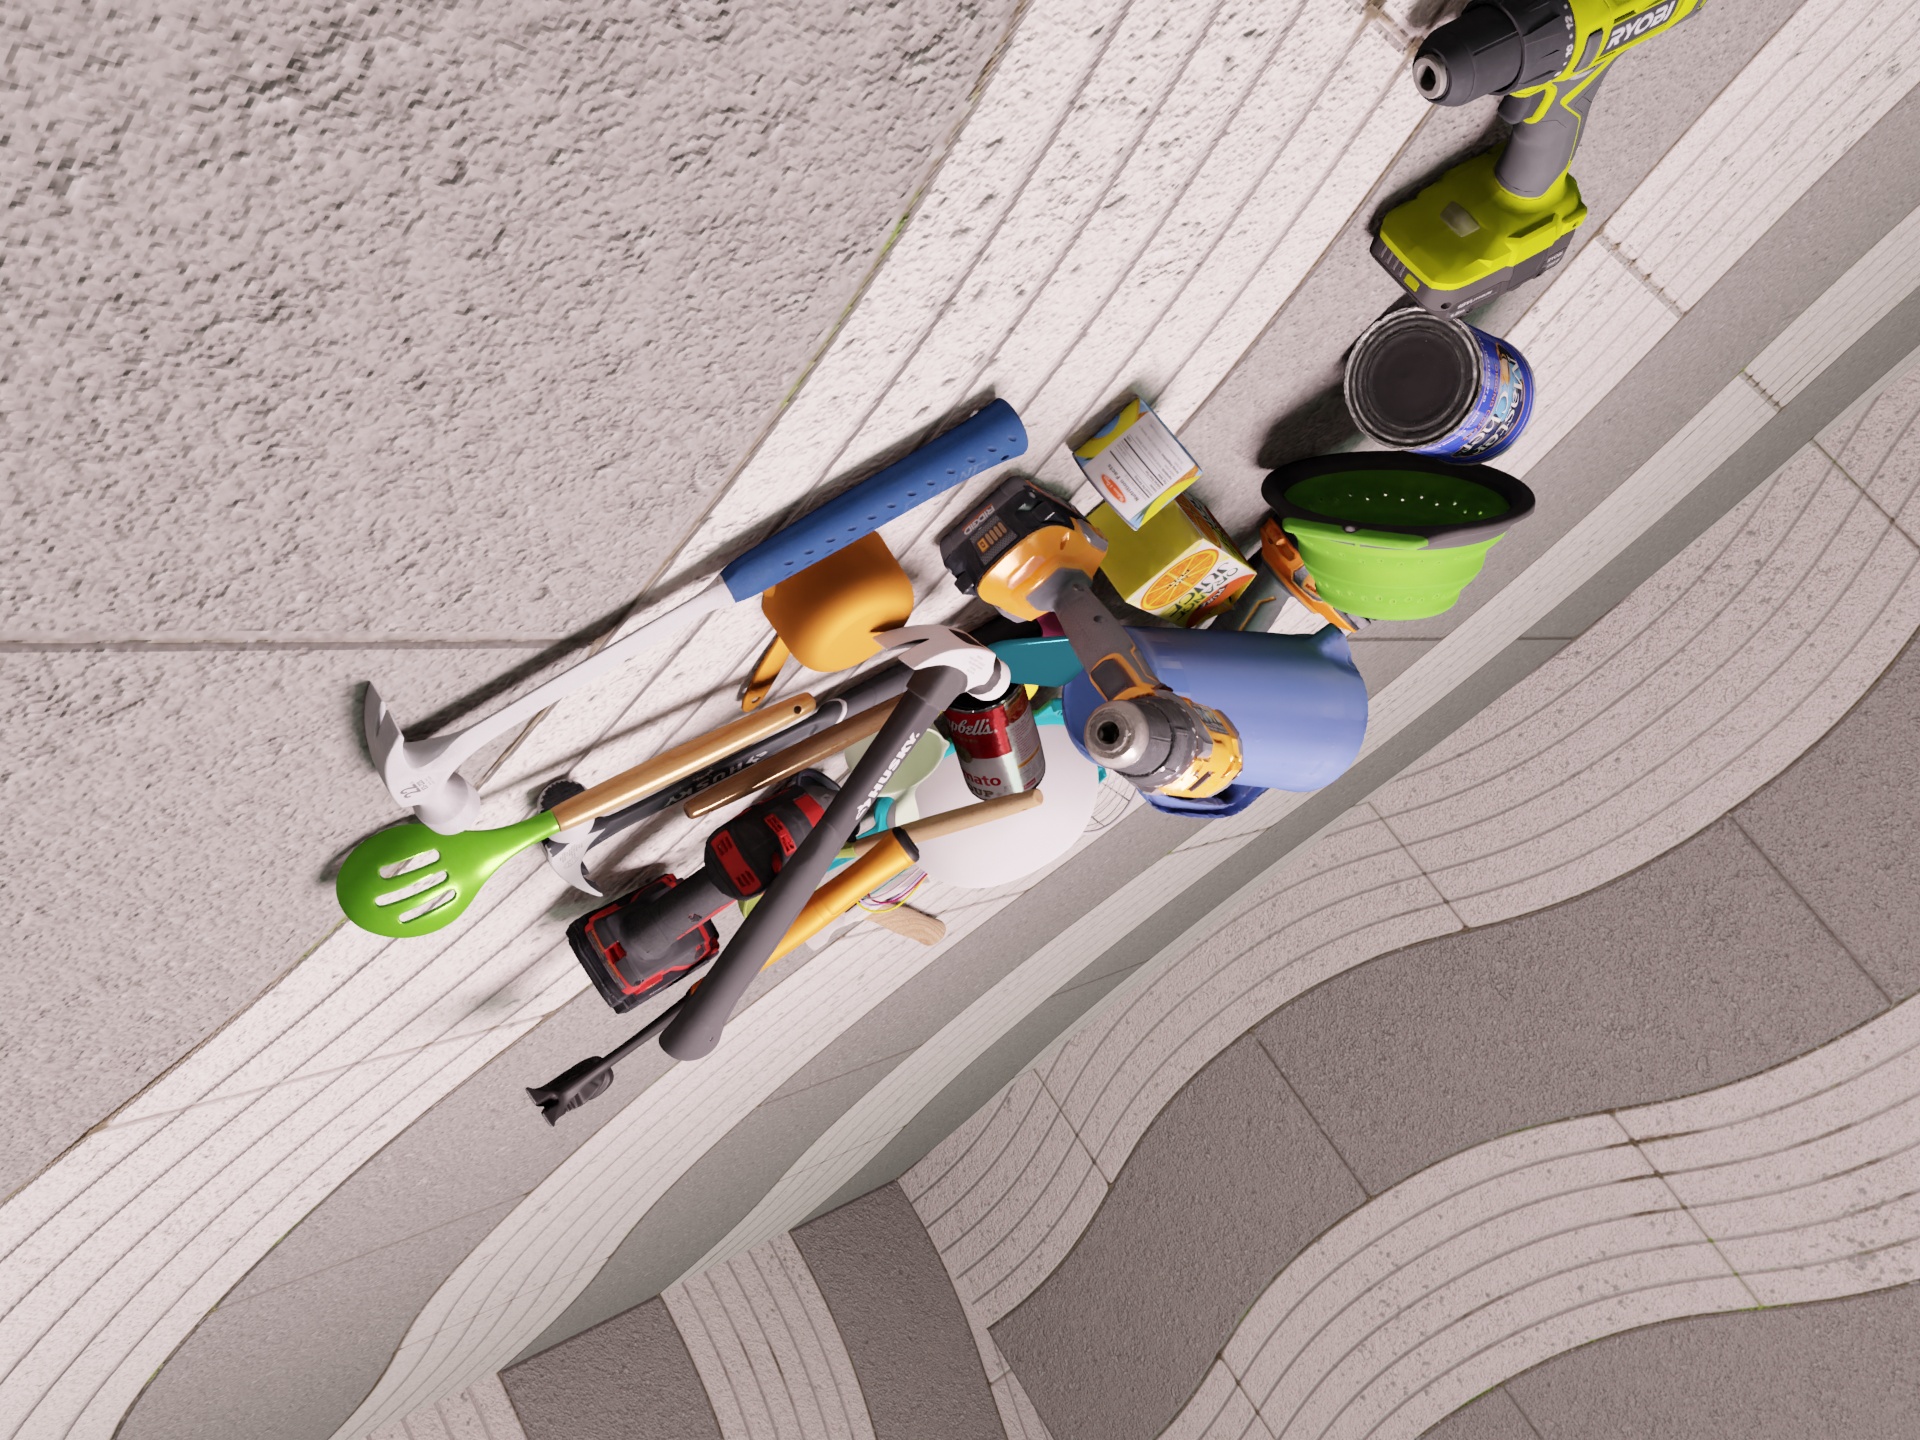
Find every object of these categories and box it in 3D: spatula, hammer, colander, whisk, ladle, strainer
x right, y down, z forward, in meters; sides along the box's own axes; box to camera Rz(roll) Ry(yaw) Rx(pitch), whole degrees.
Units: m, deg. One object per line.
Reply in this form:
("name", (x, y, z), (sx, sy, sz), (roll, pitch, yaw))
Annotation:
("spatula", (-0.046, 0.003, 1.107), (0.317, 0.044, 0.082), (-27, 166, -24))
("hammer", (-0.092, 0.081, 1.033), (0.335, 0.035, 0.146), (-55, 157, 4))
("hammer", (-0.109, 0.009, 1.135), (0.409, 0.036, 0.149), (-27, 161, -24))
("hammer", (-0.173, 0.189, 1.196), (0.337, 0.034, 0.127), (-36, 175, 1))
("hammer", (-0.067, 0.211, 1.713), (0.130, 0.031, 0.331), (-35, 162, 4))
("colander", (0.378, -0.170, 1.305), (0.397, 0.204, 0.094), (-37, 133, -50))
("whisk", (-0.001, 0.108, 1.551), (0.245, 0.047, 0.051), (-35, 154, -11))
("ladle", (-0.059, 0.108, 1.263), (0.320, 0.062, 0.078), (-19, 166, 38))
("strainer", (-0.019, 0.113, 1.383), (0.340, 0.095, 0.210), (-27, 155, 4))
("hammer", (-0.140, -0.070, 0.886), (0.405, 0.035, 0.144), (-32, 162, -9))

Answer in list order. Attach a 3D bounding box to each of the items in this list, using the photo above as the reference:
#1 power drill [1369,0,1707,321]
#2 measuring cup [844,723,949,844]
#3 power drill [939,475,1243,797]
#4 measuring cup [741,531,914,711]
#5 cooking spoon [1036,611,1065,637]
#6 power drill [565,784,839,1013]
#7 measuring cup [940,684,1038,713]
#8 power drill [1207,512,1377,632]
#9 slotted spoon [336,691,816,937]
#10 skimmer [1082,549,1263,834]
("power drill", (0.321, -0.346, 0.931), (0.190, 0.080, 0.228), (-30, 158, -15))
("measuring cup", (-0.052, 0.047, 1.268), (0.083, 0.038, 0.167), (-22, 146, -13))
("power drill", (0.080, -0.047, 1.013), (0.084, 0.226, 0.185), (-41, 160, 18))
("measuring cup", (-0.091, -0.044, 1.004), (0.095, 0.052, 0.173), (-16, 152, -44))
("cooking spoon", (0.161, -0.025, 1.334), (0.318, 0.017, 0.068), (22, 124, -35))
("power drill", (-0.173, 0.119, 1.160), (0.219, 0.078, 0.143), (-36, 175, 31))
("measuring cup", (-0.002, -0.004, 1.291), (0.156, 0.029, 0.062), (-29, 161, -23))
("power drill", (0.263, -0.068, 1.403), (0.226, 0.084, 0.164), (-42, 121, 16))
("slotted spoon", (-0.227, 0.049, 0.983), (0.314, 0.070, 0.031), (-26, -159, -23))
("skimmer", (0.208, -0.041, 1.467), (0.127, 0.090, 0.363), (25, 121, -35))
